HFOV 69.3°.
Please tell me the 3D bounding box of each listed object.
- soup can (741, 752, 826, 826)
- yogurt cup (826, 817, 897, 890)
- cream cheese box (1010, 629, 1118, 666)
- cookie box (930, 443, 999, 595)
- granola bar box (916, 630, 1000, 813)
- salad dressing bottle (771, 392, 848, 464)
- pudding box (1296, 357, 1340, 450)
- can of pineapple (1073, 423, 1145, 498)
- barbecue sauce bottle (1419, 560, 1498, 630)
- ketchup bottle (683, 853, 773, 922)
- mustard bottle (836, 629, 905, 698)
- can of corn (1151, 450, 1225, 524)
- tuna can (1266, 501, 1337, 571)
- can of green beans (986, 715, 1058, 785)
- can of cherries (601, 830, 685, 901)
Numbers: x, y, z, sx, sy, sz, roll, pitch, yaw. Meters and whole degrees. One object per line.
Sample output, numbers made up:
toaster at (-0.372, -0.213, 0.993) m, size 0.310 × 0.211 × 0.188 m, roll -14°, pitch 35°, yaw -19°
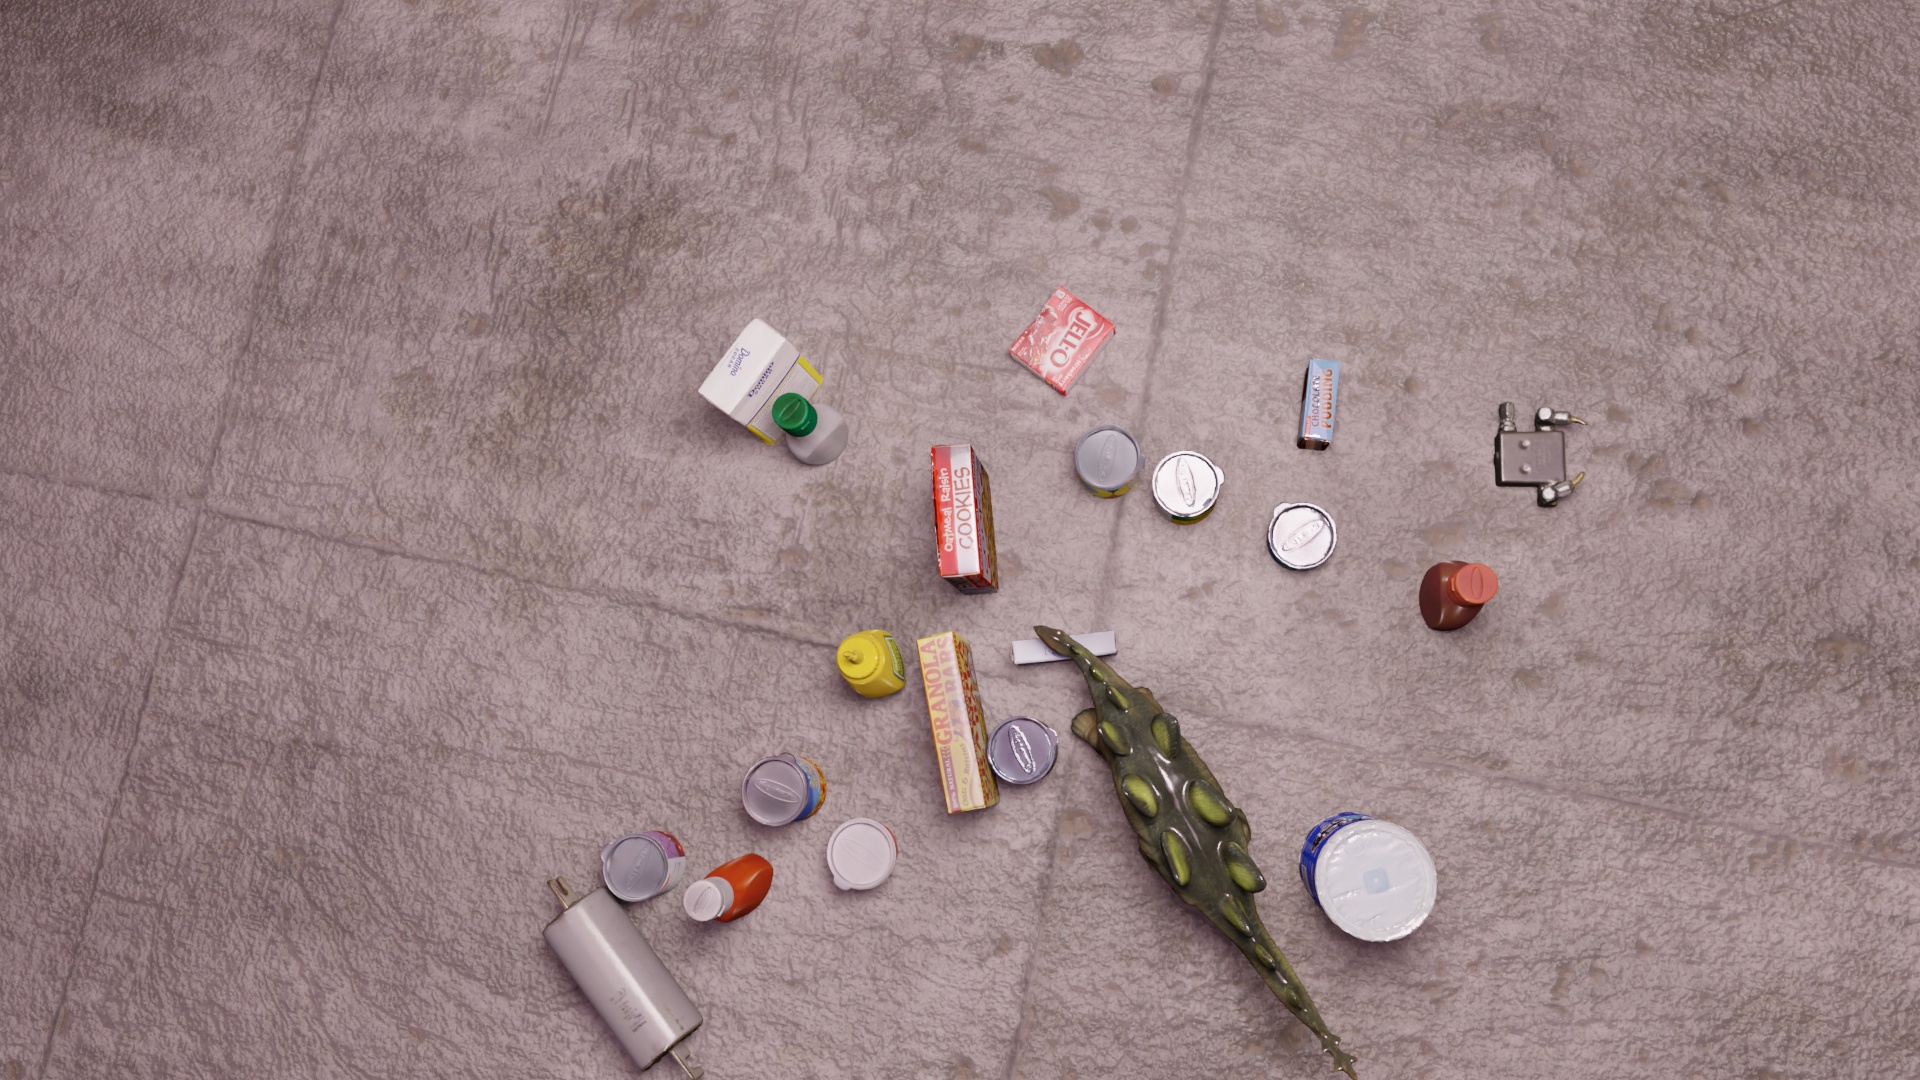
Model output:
soup can at (-0.171, 0.243, 1.370) m, size 0.071 × 0.083 × 0.071 m, roll -1°, pitch 82°, yaw 7°
yogurt cup at (-0.093, 0.306, 1.366) m, size 0.072 × 0.054 × 0.072 m, roll -1°, pitch 81°, yaw 7°
cream cheese box at (0.104, 0.106, 1.371) m, size 0.104 × 0.053 × 0.024 m, roll -7°, pitch 81°, yaw 6°
cookie box at (0.005, -0.017, 1.344) m, size 0.040 × 0.167 × 0.123 m, roll -6°, pitch 81°, yaw 7°
granola bar box at (-0.002, 0.176, 1.338) m, size 0.039 × 0.124 × 0.165 m, roll -12°, pitch 80°, yaw 6°
salad dressing bottle at (-0.152, -0.114, 1.390) m, size 0.044 × 0.147 × 0.064 m, roll 44°, pitch 90°, yaw 11°
pudding box at (0.354, -0.135, 1.377) m, size 0.030 × 0.049 × 0.084 m, roll 7°, pitch 83°, yaw 9°
can of pineapple at (0.149, -0.077, 1.390) m, size 0.071 × 0.058 × 0.071 m, roll -1°, pitch 82°, yaw 7°
barbecue sauce bottle at (0.460, 0.047, 1.284) m, size 0.044 × 0.148 × 0.065 m, roll 1°, pitch 82°, yaw 8°
ketchup bottle at (-0.223, 0.337, 1.330) m, size 0.043 × 0.148 × 0.065 m, roll 31°, pitch 87°, yaw 11°
mustard bottle at (-0.089, 0.117, 1.340) m, size 0.049 × 0.160 × 0.065 m, roll -18°, pitch 80°, yaw 5°
can of corn at (0.225, -0.052, 1.376) m, size 0.071 × 0.058 × 0.071 m, roll -1°, pitch 82°, yaw 7°
tuna can at (0.334, -0.005, 1.368) m, size 0.071 × 0.033 × 0.071 m, roll -1°, pitch 81°, yaw 7°
can of green beans at (0.061, 0.205, 1.359) m, size 0.071 × 0.058 × 0.071 m, roll -1°, pitch 82°, yaw 7°
can of cherries at (-0.317, 0.323, 1.390) m, size 0.071 × 0.058 × 0.071 m, roll -1°, pitch 82°, yaw 7°
